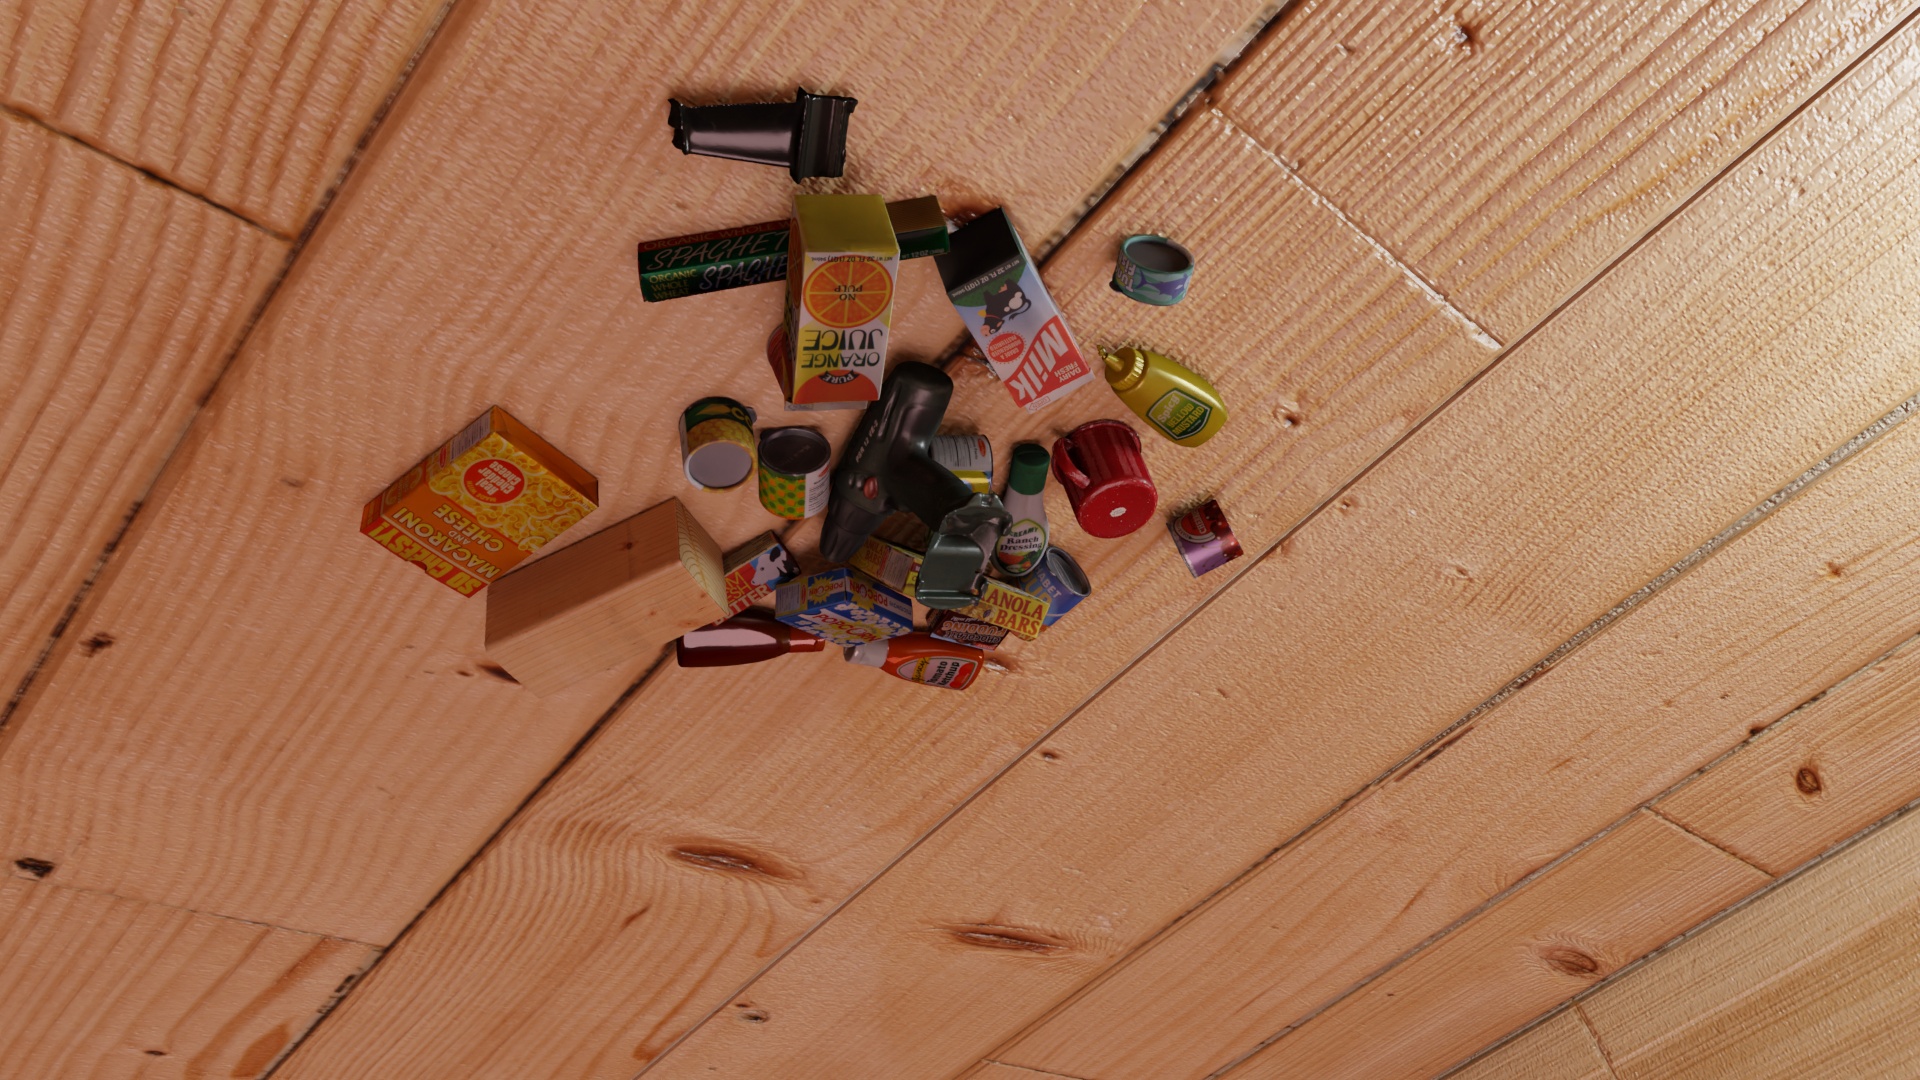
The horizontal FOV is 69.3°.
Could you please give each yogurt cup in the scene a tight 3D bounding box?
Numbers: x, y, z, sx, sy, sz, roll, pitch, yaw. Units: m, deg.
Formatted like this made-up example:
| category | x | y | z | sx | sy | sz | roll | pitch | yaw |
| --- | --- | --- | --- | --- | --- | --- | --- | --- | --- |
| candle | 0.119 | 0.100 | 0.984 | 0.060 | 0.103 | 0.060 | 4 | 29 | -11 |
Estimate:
| category | x | y | z | sx | sy | sz | roll | pitch | yaw |
| --- | --- | --- | --- | --- | --- | --- | --- | --- | --- |
| yogurt cup | -0.131 | -0.151 | 1.197 | 0.072 | 0.054 | 0.072 | -8 | 135 | -9 |

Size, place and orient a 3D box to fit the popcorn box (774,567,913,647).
| category | x | y | z | sx | sy | sz | roll | pitch | yaw |
| --- | --- | --- | --- | --- | --- | --- | --- | --- | --- |
| popcorn box | -0.115 | 0.069 | 1.394 | 0.085 | 0.038 | 0.126 | -14 | 156 | 26 |

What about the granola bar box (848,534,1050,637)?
| category | x | y | z | sx | sy | sz | roll | pitch | yaw |
| --- | --- | --- | --- | --- | --- | --- | --- | --- | --- |
| granola bar box | -0.013 | 0.044 | 1.376 | 0.165 | 0.124 | 0.039 | 20 | 92 | -31 |

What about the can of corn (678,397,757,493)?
| category | x | y | z | sx | sy | sz | roll | pitch | yaw |
| --- | --- | --- | --- | --- | --- | --- | --- | --- | --- |
| can of corn | -0.213 | -0.085 | 1.235 | 0.071 | 0.058 | 0.070 | -8 | 136 | -8 |

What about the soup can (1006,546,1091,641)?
| category | x | y | z | sx | sy | sz | roll | pitch | yaw |
| --- | --- | --- | --- | --- | --- | --- | --- | --- | --- |
| soup can | 0.083 | 0.056 | 1.455 | 0.071 | 0.072 | 0.083 | 29 | 121 | -36 |

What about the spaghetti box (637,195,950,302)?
| category | x | y | z | sx | sy | sz | roll | pitch | yaw |
| --- | --- | --- | --- | --- | --- | --- | --- | --- | --- |
| spaghetti box | -0.135 | -0.234 | 1.116 | 0.250 | 0.050 | 0.028 | -11 | 134 | -6 |

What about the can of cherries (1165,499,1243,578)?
| category | x | y | z | sx | sy | sz | roll | pitch | yaw |
| --- | --- | --- | --- | --- | --- | --- | --- | --- | --- |
| can of cherries | 0.254 | -0.003 | 1.448 | 0.058 | 0.072 | 0.071 | -27 | 135 | 11 |

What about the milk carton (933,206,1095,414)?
| category | x | y | z | sx | sy | sz | roll | pitch | yaw |
| --- | --- | --- | --- | --- | --- | --- | --- | --- | --- |
| milk carton | 0.052 | -0.186 | 1.203 | 0.072 | 0.074 | 0.190 | -27 | 135 | 11 |

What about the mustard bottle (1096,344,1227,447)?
| category | x | y | z | sx | sy | sz | roll | pitch | yaw |
| --- | --- | --- | --- | --- | --- | --- | --- | --- | --- |
| mustard bottle | 0.181 | -0.142 | 1.301 | 0.160 | 0.049 | 0.065 | 26 | 121 | -35 |

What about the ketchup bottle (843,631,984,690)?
| category | x | y | z | sx | sy | sz | roll | pitch | yaw |
| --- | --- | --- | --- | --- | --- | --- | --- | --- | --- |
| ketchup bottle | -0.052 | 0.125 | 1.502 | 0.149 | 0.044 | 0.064 | 12 | 131 | -26 |

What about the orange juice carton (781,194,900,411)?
| category | x | y | z | sx | sy | sz | roll | pitch | yaw |
| --- | --- | --- | --- | --- | --- | --- | --- | --- | --- |
| orange juice carton | -0.099 | -0.173 | 1.099 | 0.072 | 0.073 | 0.191 | -4 | 139 | -15 |

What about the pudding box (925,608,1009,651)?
| category | x | y | z | sx | sy | sz | roll | pitch | yaw |
| --- | --- | --- | --- | --- | --- | --- | --- | --- | --- |
| pudding box | 0.011 | 0.086 | 1.491 | 0.084 | 0.030 | 0.049 | 17 | 128 | -29 |

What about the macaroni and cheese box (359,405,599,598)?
| category | x | y | z | sx | sy | sz | roll | pitch | yaw |
| --- | --- | --- | --- | --- | --- | --- | --- | --- | --- |
| macaroni and cheese box | -0.428 | -0.030 | 1.239 | 0.166 | 0.040 | 0.123 | -33 | 133 | 16 |

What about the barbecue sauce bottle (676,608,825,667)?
| category | x | y | z | sx | sy | sz | roll | pitch | yaw |
| --- | --- | --- | --- | --- | --- | --- | --- | --- | --- |
| barbecue sauce bottle | -0.215 | 0.099 | 1.428 | 0.149 | 0.044 | 0.064 | 0 | 127 | -17 |

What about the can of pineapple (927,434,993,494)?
| category | x | y | z | sx | sy | sz | roll | pitch | yaw |
| --- | --- | --- | --- | --- | --- | --- | --- | --- | --- |
| can of pineapple | -0.006 | -0.066 | 1.310 | 0.058 | 0.071 | 0.070 | -1 | 134 | -15 |

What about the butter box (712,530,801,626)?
| category | x | y | z | sx | sy | sz | roll | pitch | yaw |
| --- | --- | --- | --- | --- | --- | --- | --- | --- | --- |
| butter box | -0.214 | 0.038 | 1.369 | 0.103 | 0.024 | 0.053 | -32 | 134 | 0 |

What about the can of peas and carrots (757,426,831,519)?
| category | x | y | z | sx | sy | sz | roll | pitch | yaw |
| --- | --- | --- | --- | --- | --- | --- | --- | --- | --- |
| can of peas and carrots | -0.154 | -0.062 | 1.272 | 0.071 | 0.071 | 0.058 | -5 | 135 | -12 |

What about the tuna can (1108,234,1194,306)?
| category | x | y | z | sx | sy | sz | roll | pitch | yaw |
| --- | --- | --- | --- | --- | --- | --- | --- | --- | --- |
| tuna can | 0.164 | -0.233 | 1.194 | 0.071 | 0.071 | 0.032 | -2 | 133 | -15 |

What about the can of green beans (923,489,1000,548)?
| category | x | y | z | sx | sy | sz | roll | pitch | yaw |
| --- | --- | --- | --- | --- | --- | --- | --- | --- | --- |
| can of green beans | 0.003 | -0.018 | 1.359 | 0.071 | 0.071 | 0.057 | 3 | 133 | -19 |

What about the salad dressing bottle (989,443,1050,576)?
| category | x | y | z | sx | sy | sz | roll | pitch | yaw |
| --- | --- | --- | --- | --- | --- | --- | --- | --- | --- |
| salad dressing bottle | 0.061 | -0.030 | 1.381 | 0.064 | 0.044 | 0.146 | -3 | 134 | -12 |
